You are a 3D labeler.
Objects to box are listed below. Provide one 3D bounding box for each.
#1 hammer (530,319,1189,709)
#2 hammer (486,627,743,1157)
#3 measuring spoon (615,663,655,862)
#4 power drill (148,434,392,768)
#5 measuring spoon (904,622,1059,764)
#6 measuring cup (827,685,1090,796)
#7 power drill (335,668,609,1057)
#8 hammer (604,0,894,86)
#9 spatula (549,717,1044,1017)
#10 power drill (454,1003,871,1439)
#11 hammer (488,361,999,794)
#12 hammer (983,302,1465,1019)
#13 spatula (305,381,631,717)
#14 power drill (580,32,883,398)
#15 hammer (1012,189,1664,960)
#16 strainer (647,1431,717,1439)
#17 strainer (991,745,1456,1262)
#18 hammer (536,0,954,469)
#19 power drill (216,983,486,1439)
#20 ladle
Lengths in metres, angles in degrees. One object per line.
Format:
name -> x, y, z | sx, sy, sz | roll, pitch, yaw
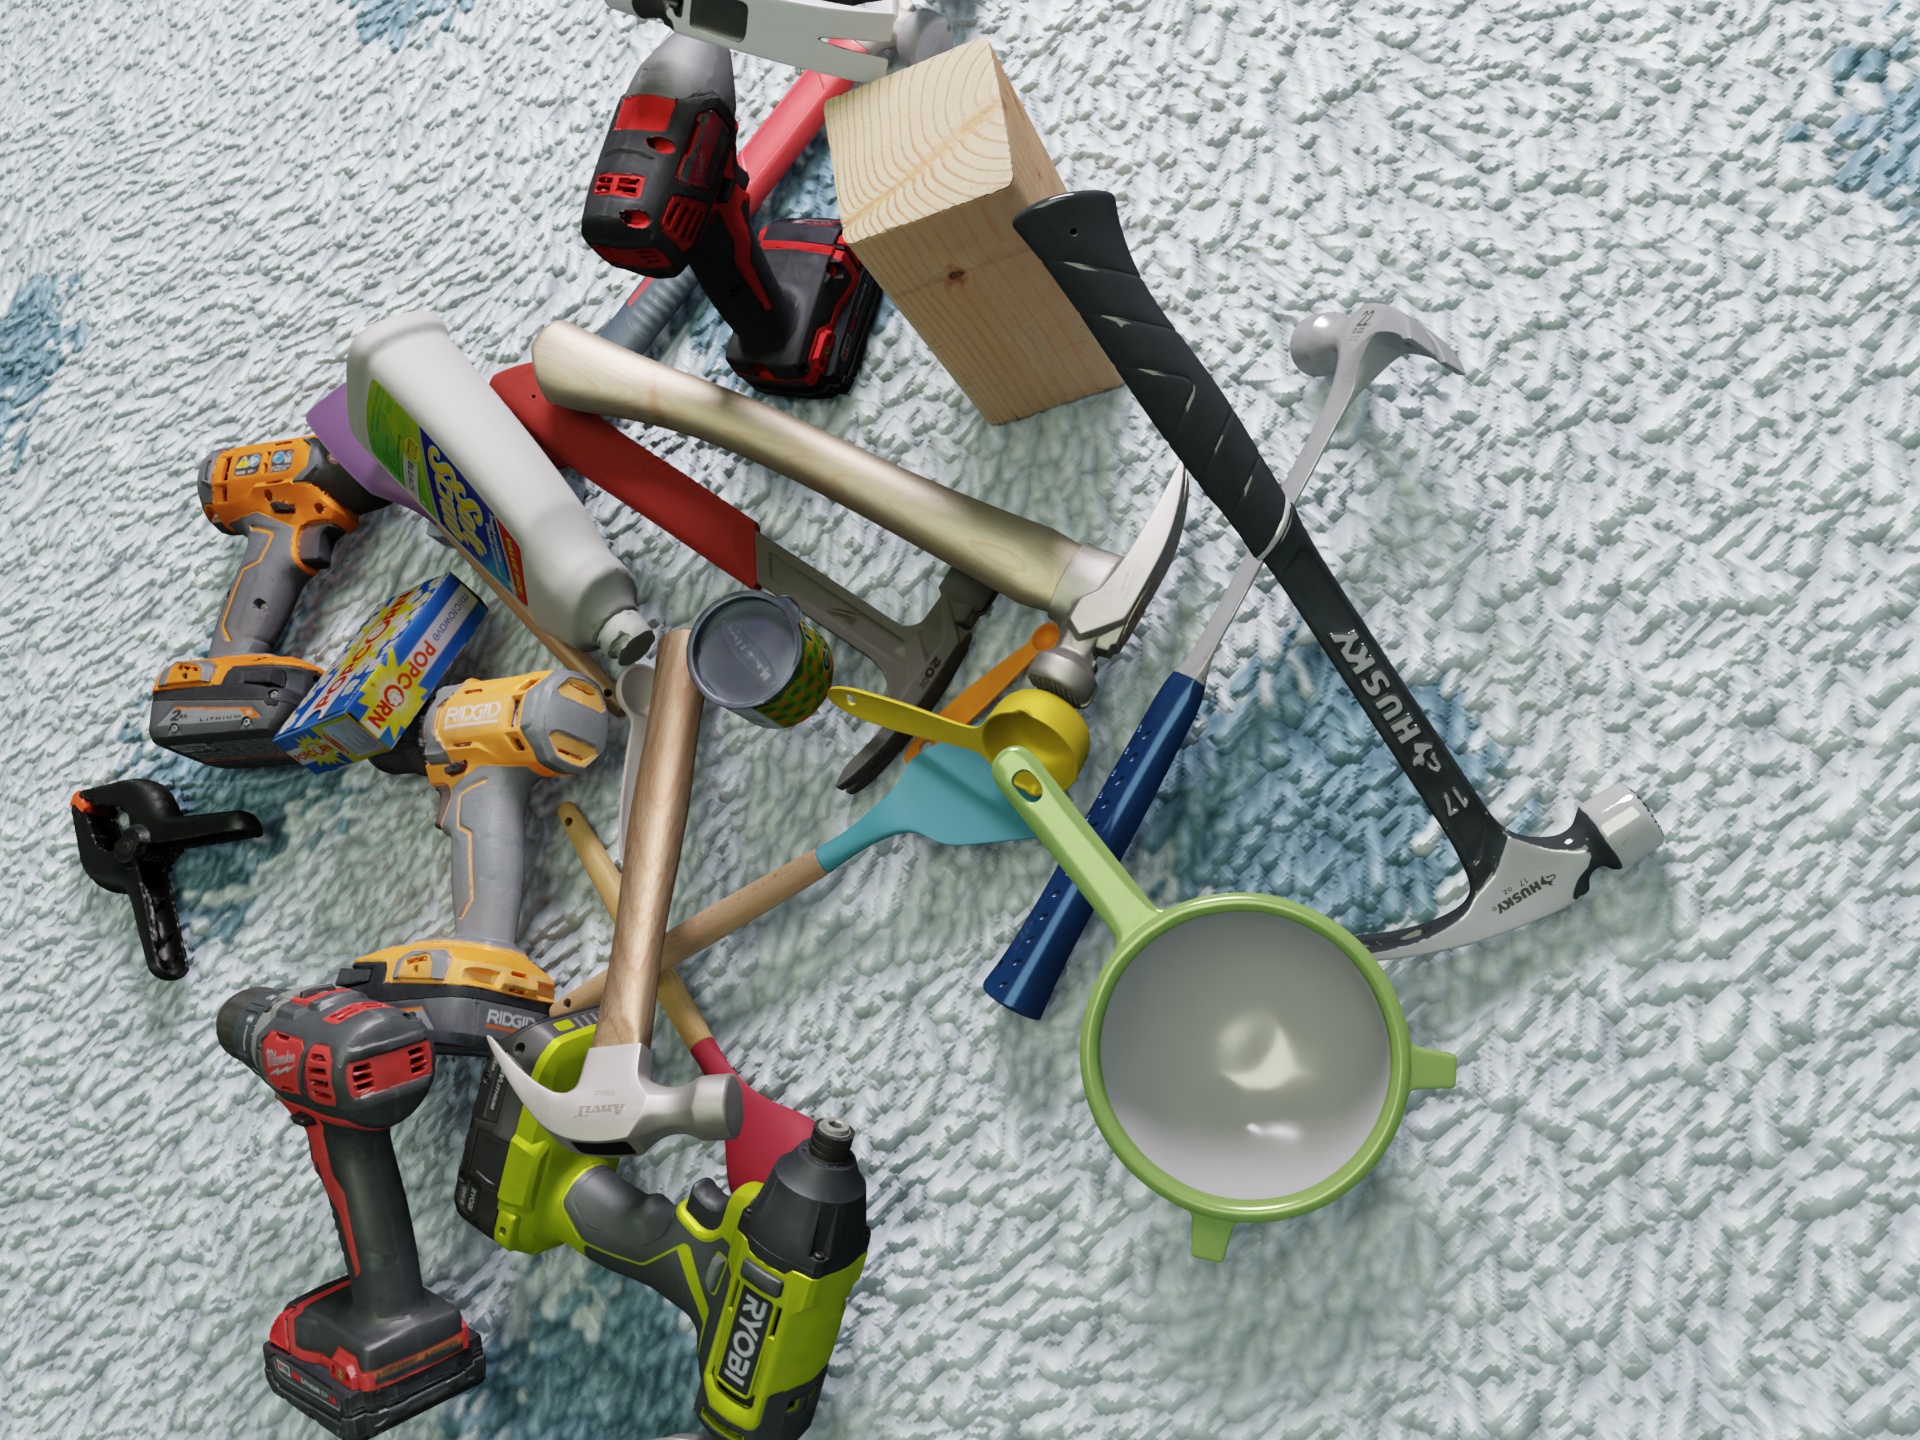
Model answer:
hammer -> -0.073, -0.154, 0.910 | 0.411, 0.038, 0.146 | 26, 79, 19
hammer -> -0.171, 0.078, 0.865 | 0.130, 0.031, 0.332 | -8, 49, 9
measuring spoon -> -0.199, 0.027, 0.963 | 0.018, 0.034, 0.124 | -8, 75, 43
power drill -> -0.446, -0.088, 1.067 | 0.164, 0.084, 0.227 | -5, 69, 19
measuring spoon -> 0.014, -0.013, 0.897 | 0.117, 0.011, 0.021 | -41, 46, 9
measuring cup -> -0.001, -0.003, 0.859 | 0.157, 0.062, 0.029 | 16, 47, 27
power drill -> -0.309, 0.083, 0.957 | 0.185, 0.084, 0.226 | -5, 69, 32
hammer -> -0.053, -0.419, 0.905 | 0.146, 0.335, 0.035 | 22, 125, 11
spatula -> -0.093, 0.095, 0.885 | 0.317, 0.044, 0.082 | -30, 63, 11
power drill -> -0.150, 0.246, 0.825 | 0.223, 0.080, 0.171 | 23, 104, 28
hammer -> -0.156, -0.109, 0.957 | 0.359, 0.036, 0.149 | 34, 88, 19
hammer -> 0.124, -0.030, 0.812 | 0.035, 0.144, 0.405 | 28, 92, -17
spatula -> -0.314, -0.114, 1.024 | 0.060, 0.018, 0.316 | -42, 74, -11
power drill -> -0.126, -0.288, 0.917 | 0.078, 0.219, 0.143 | 11, 79, 24
hammer -> 0.152, -0.069, 0.739 | 0.149, 0.036, 0.409 | -34, 95, 11
strainer -> -0.069, 0.400, 0.790 | 0.258, 0.050, 0.086 | 9, 116, 18
strainer -> 0.103, 0.116, 0.770 | 0.151, 0.069, 0.256 | -40, 78, 7
hammer -> -0.173, -0.333, 1.052 | 0.143, 0.038, 0.386 | 39, 91, 28
power drill -> -0.345, 0.254, 0.872 | 0.188, 0.080, 0.226 | 0, 99, 43
ladle -> -0.157, 0.163, 0.905 | 0.069, 0.031, 0.316 | -43, 62, 10
